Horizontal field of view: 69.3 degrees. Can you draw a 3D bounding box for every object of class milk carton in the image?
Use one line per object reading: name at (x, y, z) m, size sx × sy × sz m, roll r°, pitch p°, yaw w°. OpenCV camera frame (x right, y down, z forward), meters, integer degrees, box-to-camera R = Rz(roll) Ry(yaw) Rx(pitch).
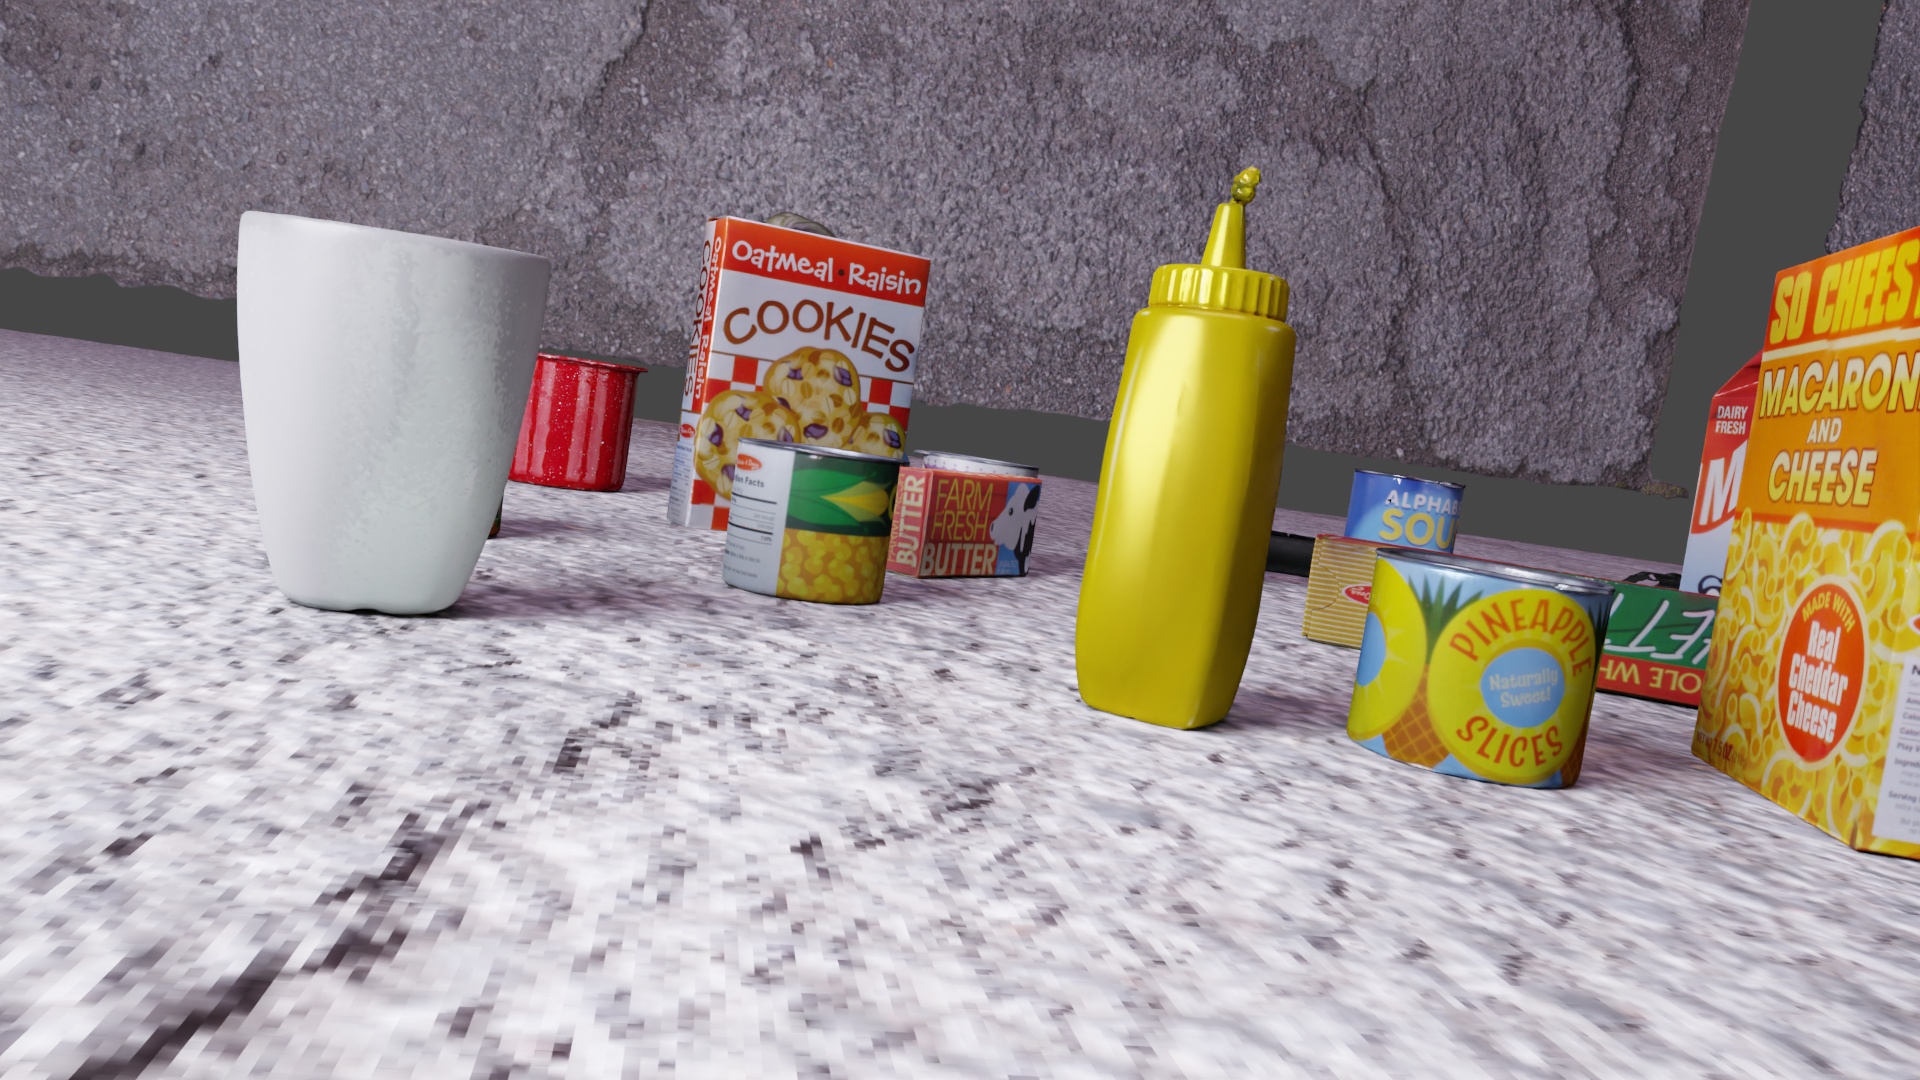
milk carton at (0.431, -0.017, 0.712) m, size 0.072 × 0.190 × 0.073 m, roll 7°, pitch 4°, yaw -12°

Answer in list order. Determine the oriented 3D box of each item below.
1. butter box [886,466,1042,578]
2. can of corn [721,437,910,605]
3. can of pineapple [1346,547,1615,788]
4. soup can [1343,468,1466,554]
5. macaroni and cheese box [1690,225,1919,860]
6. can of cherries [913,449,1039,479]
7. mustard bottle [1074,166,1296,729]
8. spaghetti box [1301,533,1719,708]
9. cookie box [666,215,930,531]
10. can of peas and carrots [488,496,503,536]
butter box at (0.002, -0.009, 0.700) m, size 0.024 × 0.053 × 0.103 m, roll 11°, pitch 6°, yaw 34°
can of corn at (-0.058, -0.008, 0.559) m, size 0.071 × 0.058 × 0.071 m, roll 8°, pitch 5°, yaw -1°
can of pineapple at (0.151, 0.036, 0.404) m, size 0.071 × 0.057 × 0.071 m, roll 8°, pitch 5°, yaw -1°
soup can at (0.271, 0.002, 0.853) m, size 0.071 × 0.083 × 0.071 m, roll 8°, pitch 4°, yaw -1°
macaroni and cheese box at (0.270, -0.002, 0.409) m, size 0.040 × 0.166 × 0.124 m, roll 9°, pitch 4°, yaw 9°
can of cherries at (0.005, -0.018, 0.781) m, size 0.071 × 0.058 × 0.071 m, roll 8°, pitch 5°, yaw -1°
mustard bottle at (0.069, -0.028, 0.406) m, size 0.049 × 0.160 × 0.065 m, roll 10°, pitch 5°, yaw 22°
spaghetti box at (0.280, 0.041, 0.611) m, size 0.250 × 0.050 × 0.029 m, roll 10°, pitch 4°, yaw 16°
cookie box at (-0.090, -0.087, 0.775) m, size 0.123 × 0.167 × 0.040 m, roll 6°, pitch 5°, yaw -29°
can of peas and carrots at (-0.221, -0.034, 0.579) m, size 0.071 × 0.058 × 0.071 m, roll 8°, pitch 5°, yaw -1°
